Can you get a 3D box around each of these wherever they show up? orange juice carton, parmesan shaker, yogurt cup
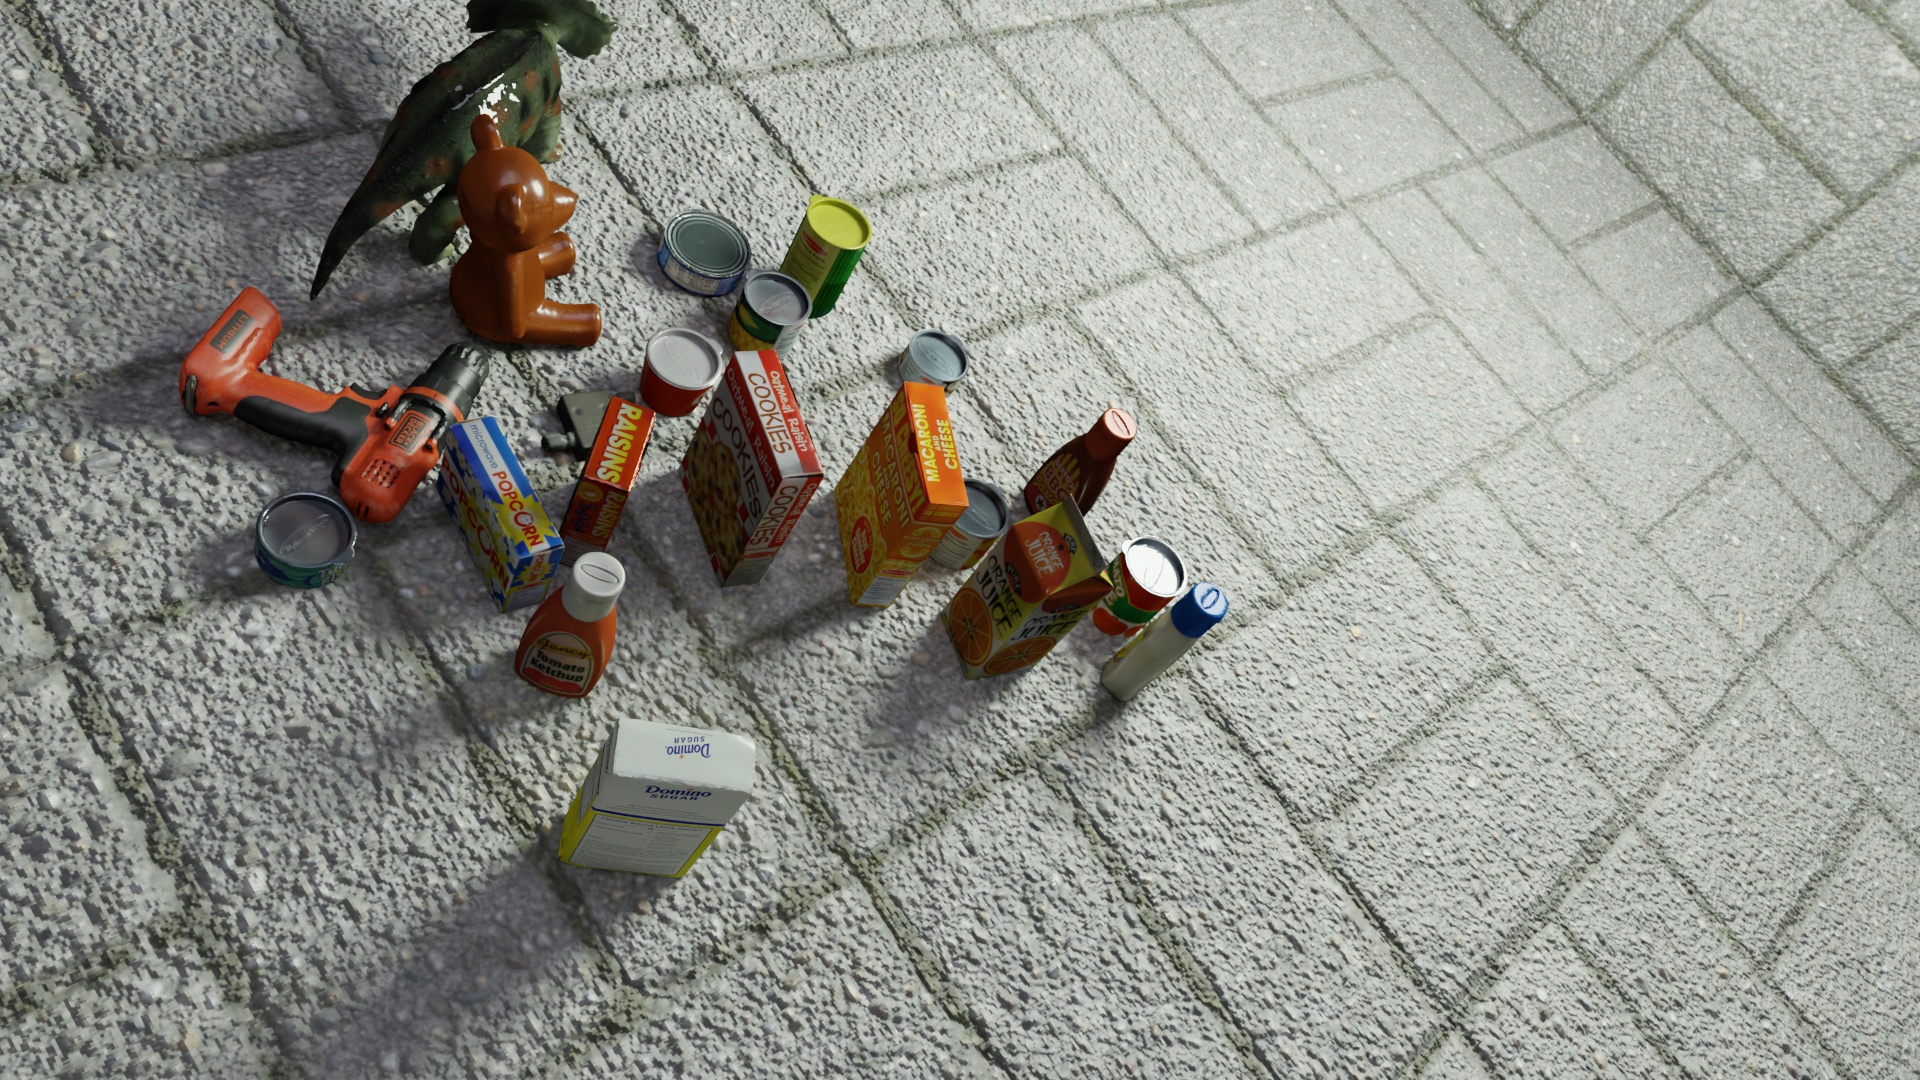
[{"bbox_3d":[0.062,0.041,1.177,0.073,0.191,0.072,-7,62,-33],"label":"orange juice carton"},{"bbox_3d":[-0.137,-0.276,1.352,0.071,0.102,0.071,15,52,-20],"label":"parmesan shaker"},{"bbox_3d":[-0.251,-0.146,1.229,0.072,0.053,0.073,15,52,-20],"label":"yogurt cup"}]

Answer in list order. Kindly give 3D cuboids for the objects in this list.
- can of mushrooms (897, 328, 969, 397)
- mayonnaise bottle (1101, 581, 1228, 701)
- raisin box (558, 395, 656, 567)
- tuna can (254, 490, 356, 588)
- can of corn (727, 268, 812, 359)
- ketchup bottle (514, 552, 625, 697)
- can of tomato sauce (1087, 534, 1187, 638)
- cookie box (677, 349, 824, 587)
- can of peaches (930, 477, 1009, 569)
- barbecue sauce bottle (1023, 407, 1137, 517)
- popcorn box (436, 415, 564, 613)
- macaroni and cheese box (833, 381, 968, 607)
[{"bbox_3d":[-0.026,-0.177,1.390,0.071,0.033,0.071,15,52,-20],"label":"can of mushrooms"},{"bbox_3d":[0.183,0.088,1.241,0.041,0.147,0.065,43,48,4],"label":"mayonnaise bottle"},{"bbox_3d":[-0.280,-0.042,1.091,0.040,0.122,0.086,21,50,-15],"label":"raisin box"},{"bbox_3d":[-0.475,0.001,1.012,0.071,0.032,0.071,15,52,-20],"label":"tuna can"},{"bbox_3d":[-0.183,-0.213,1.311,0.071,0.058,0.071,15,52,-20],"label":"can of corn"},{"bbox_3d":[-0.277,0.060,1.002,0.065,0.148,0.044,23,50,-14],"label":"ketchup bottle"},{"bbox_3d":[0.161,0.044,1.304,0.071,0.082,0.071,15,52,-20],"label":"can of tomato sauce"},{"bbox_3d":[-0.173,-0.057,1.132,0.040,0.166,0.123,-8,62,-33],"label":"cookie box"},{"bbox_3d":[0.005,-0.016,1.275,0.071,0.057,0.071,15,52,-20],"label":"can of peaches"},{"bbox_3d":[0.115,-0.068,1.314,0.044,0.147,0.065,-14,66,-36],"label":"barbecue sauce bottle"},{"bbox_3d":[-0.353,-0.020,1.060,0.038,0.084,0.127,-20,69,-38],"label":"popcorn box"},{"bbox_3d":[-0.055,-0.036,1.184,0.040,0.165,0.124,5,56,-27],"label":"macaroni and cheese box"}]
